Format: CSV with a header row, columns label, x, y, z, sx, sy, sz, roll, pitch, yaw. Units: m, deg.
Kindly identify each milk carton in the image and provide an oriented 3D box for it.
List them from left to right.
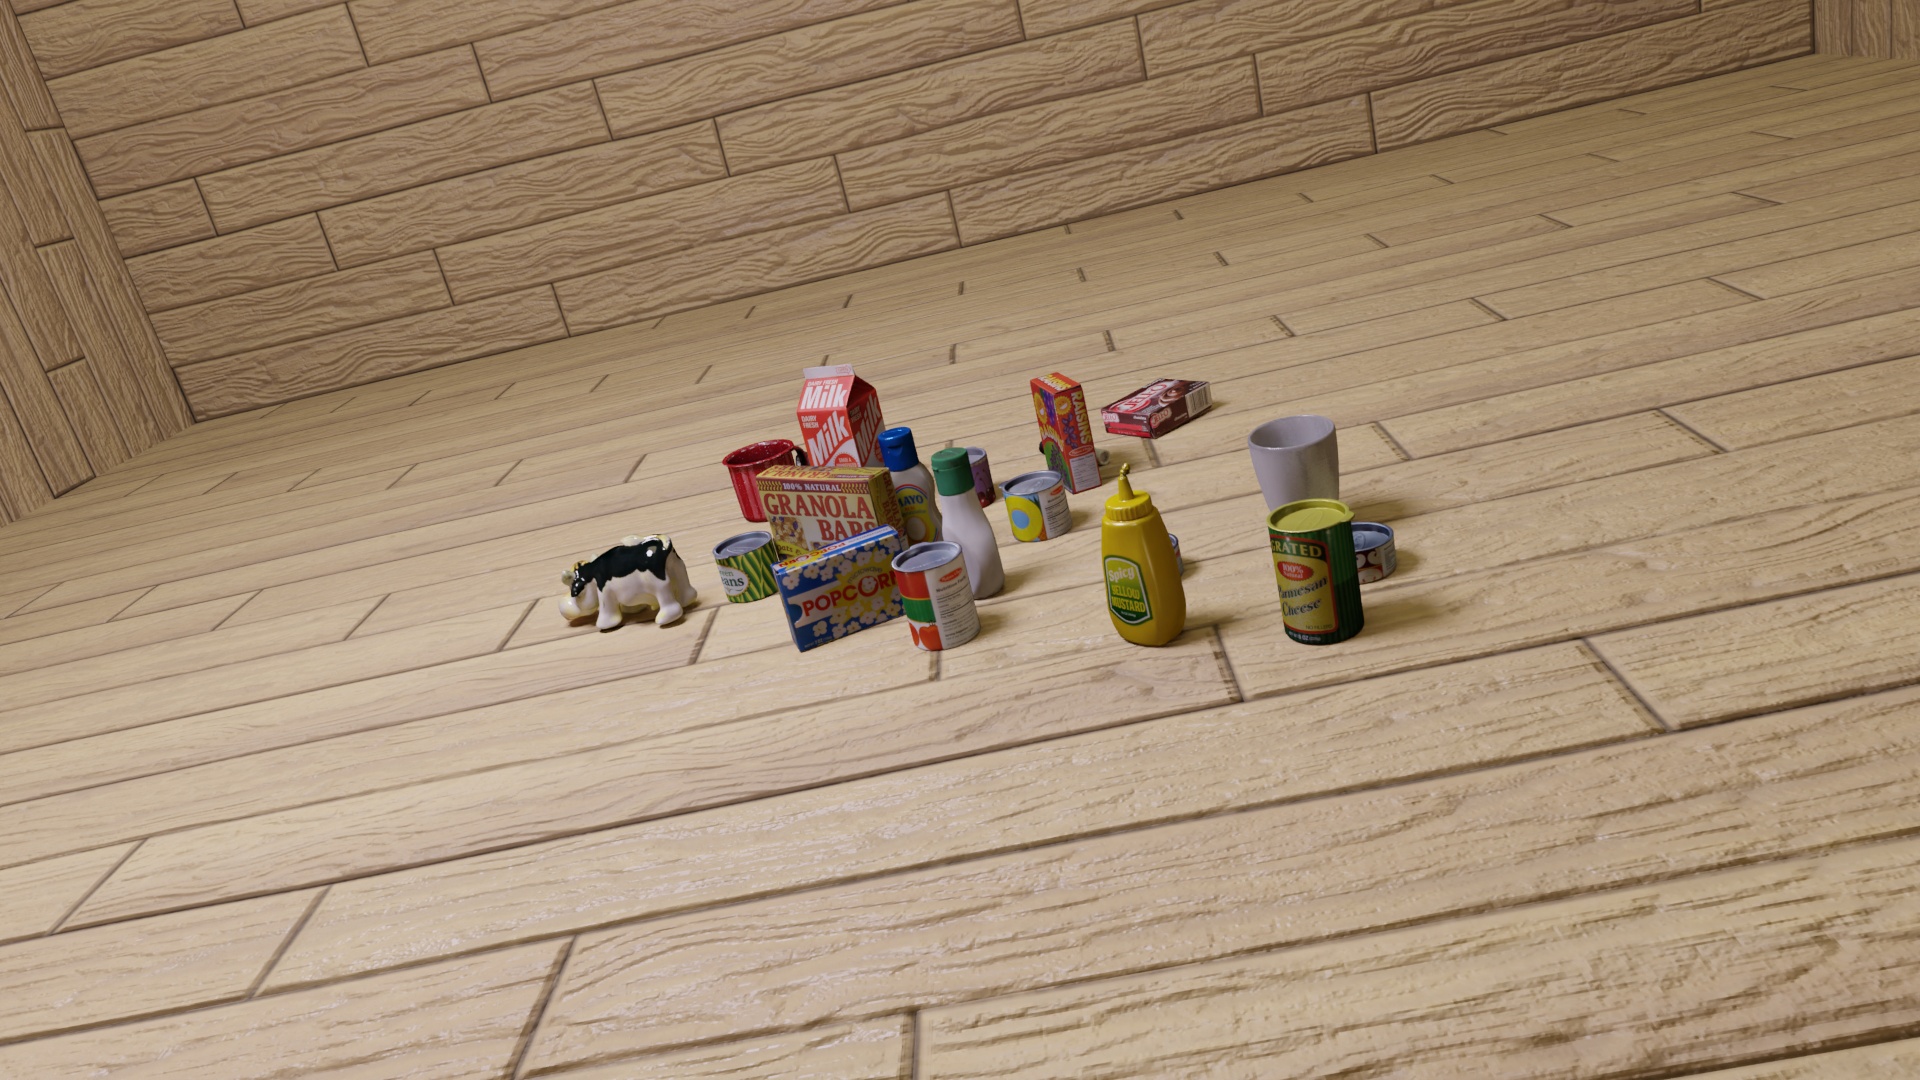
label,x,y,z,sx,sy,sz,roll,pitch,yaw
milk carton,-0.134,-0.115,1.640,0.072,0.189,0.074,-2,23,29

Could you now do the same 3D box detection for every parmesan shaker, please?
label,x,y,z,sx,sy,sz,roll,pitch,yaw
parmesan shaker,0.291,0.026,1.128,0.071,0.102,0.071,-12,20,5

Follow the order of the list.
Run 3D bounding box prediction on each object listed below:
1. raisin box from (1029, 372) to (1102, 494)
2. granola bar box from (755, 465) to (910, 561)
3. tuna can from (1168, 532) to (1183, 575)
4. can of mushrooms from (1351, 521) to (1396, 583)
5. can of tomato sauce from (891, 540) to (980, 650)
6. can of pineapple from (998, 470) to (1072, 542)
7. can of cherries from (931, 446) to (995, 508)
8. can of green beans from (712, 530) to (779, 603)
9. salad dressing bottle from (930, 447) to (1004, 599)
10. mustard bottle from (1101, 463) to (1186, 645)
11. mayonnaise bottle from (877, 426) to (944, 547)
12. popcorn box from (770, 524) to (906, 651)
label,x,y,z,sx,sy,sz,roll,pitch,yaw
raisin box,0.121,-0.125,1.598,0.040,0.123,0.086,-17,20,-10
granola bar box,-0.134,-0.016,1.477,0.165,0.123,0.039,3,26,38
tuna can,0.175,0.019,1.319,0.071,0.032,0.071,-12,20,5
can of mushrooms,0.349,0.011,1.230,0.071,0.033,0.071,-12,20,5
can of tomato sauce,-0.023,0.051,1.290,0.071,0.082,0.071,-12,20,5
can of pineapple,0.081,-0.037,1.489,0.071,0.057,0.071,-12,20,5
can of cherries,0.006,-0.071,1.624,0.071,0.058,0.072,-12,20,5
can of green beans,-0.231,0.029,1.515,0.071,0.057,0.071,-12,20,5
salad dressing bottle,0.005,-0.017,1.357,0.044,0.147,0.064,-24,22,-25
mustard bottle,0.149,0.010,1.178,0.065,0.159,0.049,8,29,45
mayonnaise bottle,-0.053,-0.045,1.466,0.065,0.147,0.041,-11,20,7
popcorn box,-0.113,0.045,1.358,0.127,0.085,0.038,-20,21,-15
